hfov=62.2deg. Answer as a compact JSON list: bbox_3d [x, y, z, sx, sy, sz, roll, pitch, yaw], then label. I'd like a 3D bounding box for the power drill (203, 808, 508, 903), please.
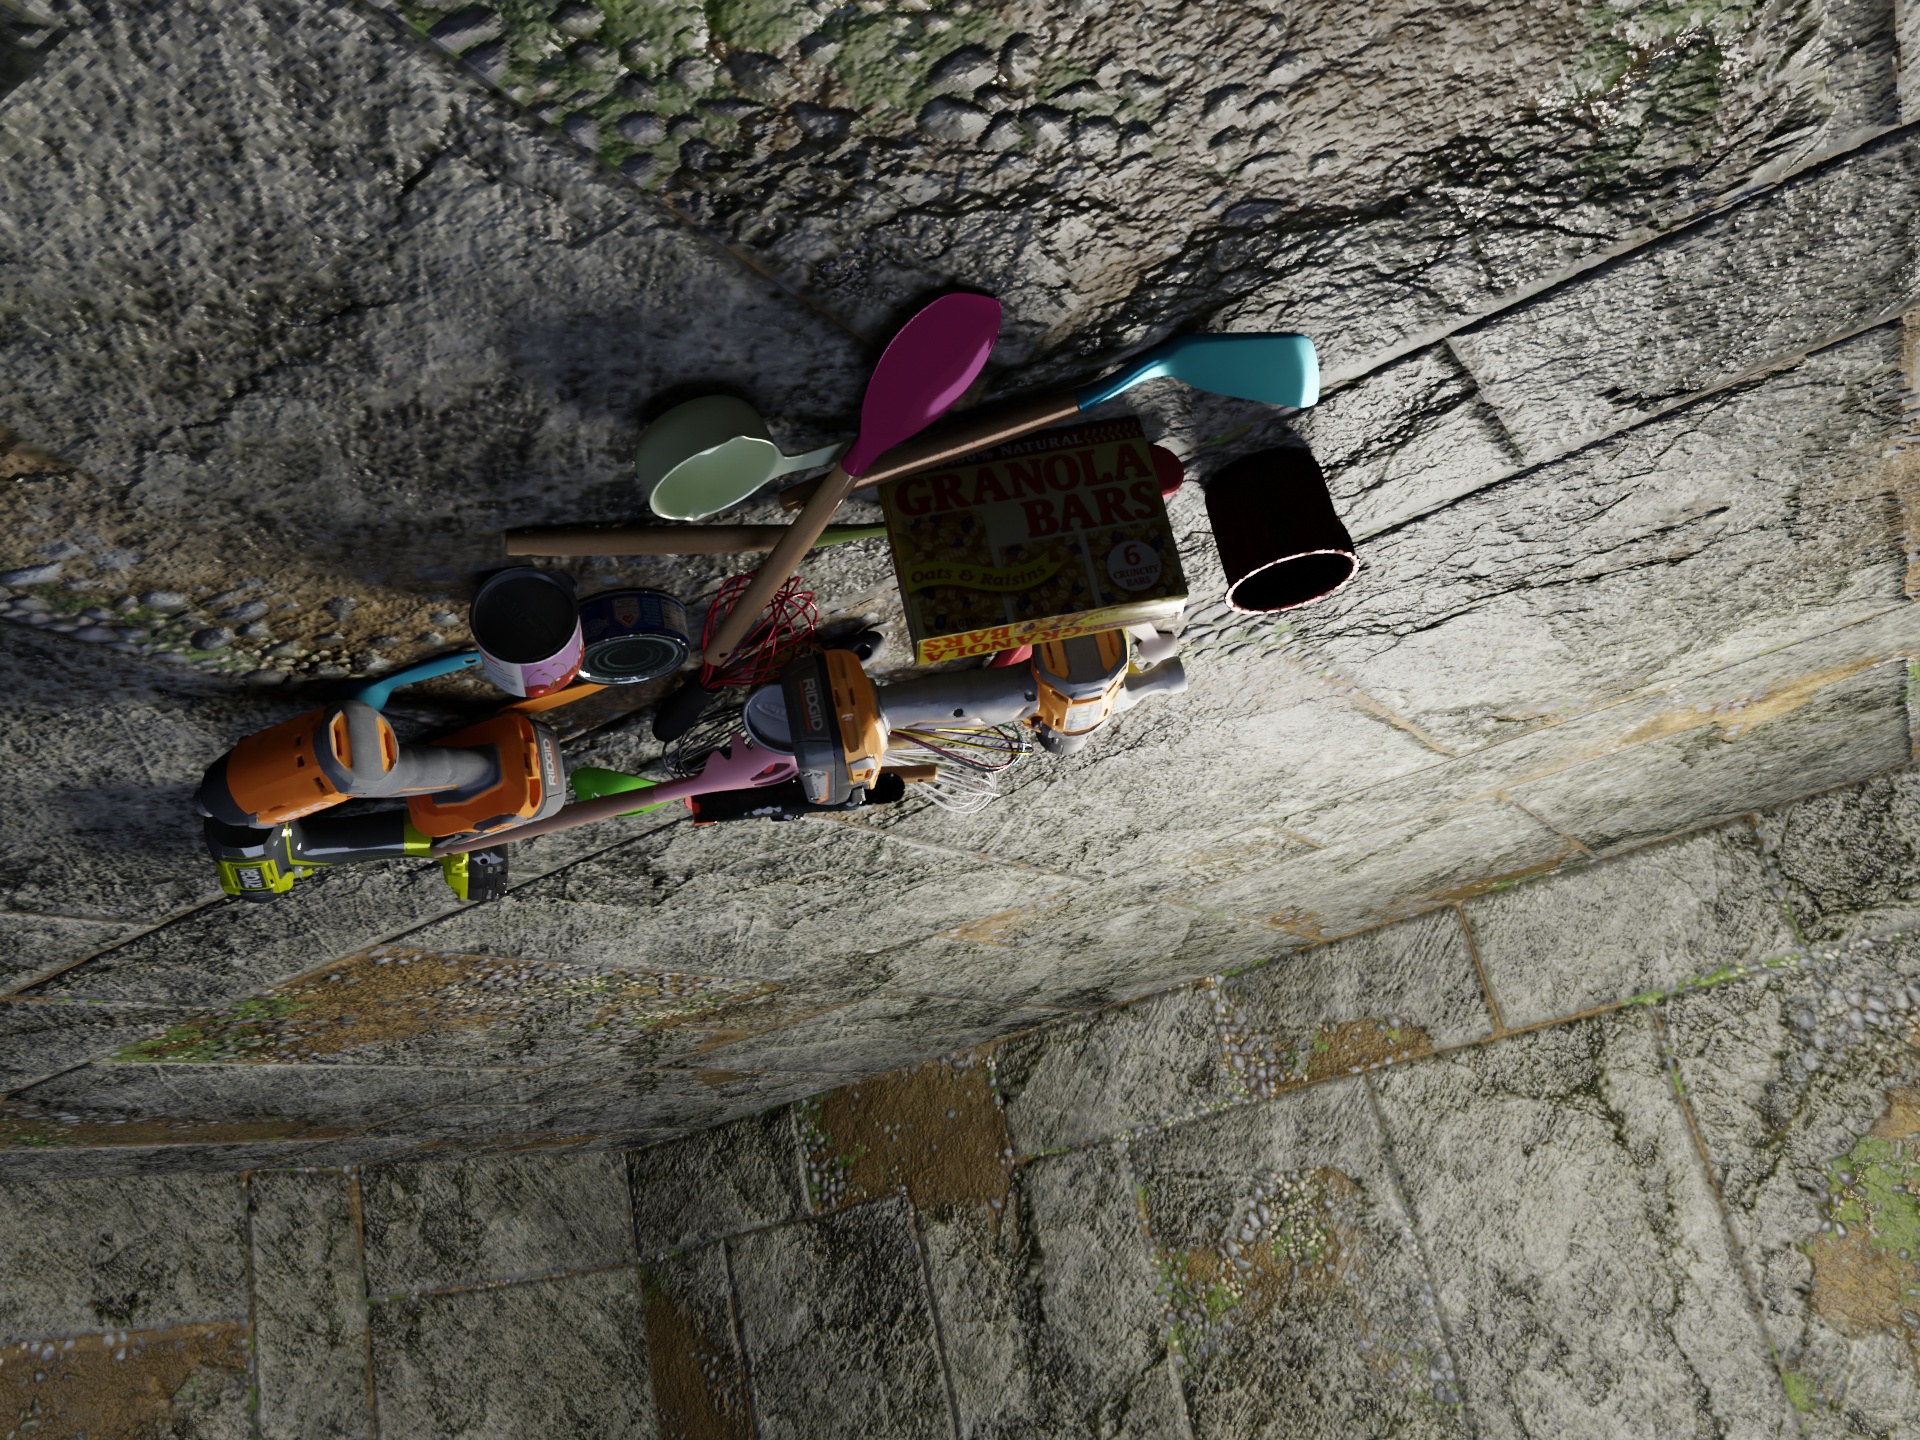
[{"bbox_3d":[-0.490,0.106,1.309,0.223,0.080,0.171,-1,157,-18],"label":"power drill"}]

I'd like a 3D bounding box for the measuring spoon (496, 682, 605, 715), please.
[{"bbox_3d":[-0.295,-0.021,1.173,0.117,0.011,0.021,-16,156,20],"label":"measuring spoon"}]

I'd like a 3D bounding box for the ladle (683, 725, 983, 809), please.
[{"bbox_3d":[-0.089,0.024,1.394,0.315,0.031,0.069,-13,154,-3],"label":"ladle"}]

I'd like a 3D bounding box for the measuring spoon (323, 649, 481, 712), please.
[{"bbox_3d":[-0.379,-0.022,1.094,0.128,0.021,0.042,-16,160,15],"label":"measuring spoon"}]

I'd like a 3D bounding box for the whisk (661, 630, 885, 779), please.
[{"bbox_3d":[-0.147,-0.009,1.240,0.239,0.055,0.055,-30,154,31],"label":"whisk"}]

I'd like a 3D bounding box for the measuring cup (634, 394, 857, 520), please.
[{"bbox_3d":[-0.105,-0.158,0.888,0.167,0.038,0.083,-20,165,-34],"label":"measuring cup"}]

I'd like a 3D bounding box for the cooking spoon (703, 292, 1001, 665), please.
[{"bbox_3d":[-0.076,-0.129,0.916,0.068,0.017,0.318,-3,147,-41],"label":"cooking spoon"}]

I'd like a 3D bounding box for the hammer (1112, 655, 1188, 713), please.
[{"bbox_3d":[0.093,-0.062,1.145,0.128,0.033,0.330,-18,161,5],"label":"hammer"}]

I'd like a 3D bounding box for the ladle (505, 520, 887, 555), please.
[{"bbox_3d":[-0.117,-0.102,0.991,0.320,0.062,0.078,-3,-177,-16],"label":"ladle"}]

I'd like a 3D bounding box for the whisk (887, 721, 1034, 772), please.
[{"bbox_3d":[-0.045,0.008,1.335,0.244,0.047,0.051,9,134,-29],"label":"whisk"}]

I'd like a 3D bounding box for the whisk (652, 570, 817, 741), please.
[{"bbox_3d":[-0.172,-0.037,1.132,0.073,0.073,0.296,-2,163,-27],"label":"whisk"}]

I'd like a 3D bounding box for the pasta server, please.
[{"bbox_3d":[-0.262,0.057,1.234,0.316,0.040,0.060,-14,149,6],"label":"pasta server"}]

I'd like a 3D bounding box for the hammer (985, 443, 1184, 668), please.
[{"bbox_3d":[0.086,-0.088,1.177,0.143,0.038,0.386,-6,159,-21],"label":"hammer"}]

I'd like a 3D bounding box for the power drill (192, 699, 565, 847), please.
[{"bbox_3d":[-0.411,0.042,1.125,0.164,0.084,0.226,-17,168,26],"label":"power drill"}]

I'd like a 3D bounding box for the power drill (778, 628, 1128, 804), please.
[{"bbox_3d":[-0.002,-0.004,1.097,0.226,0.084,0.185,-11,162,-4],"label":"power drill"}]

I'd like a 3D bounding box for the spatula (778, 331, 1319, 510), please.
[{"bbox_3d":[0.045,-0.167,0.916,0.317,0.044,0.082,-17,160,9],"label":"spatula"}]

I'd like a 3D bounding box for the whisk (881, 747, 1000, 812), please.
[{"bbox_3d":[-0.067,0.032,1.355,0.246,0.058,0.059,18,-177,-33],"label":"whisk"}]

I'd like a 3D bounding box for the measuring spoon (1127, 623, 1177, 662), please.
[{"bbox_3d":[0.148,-0.069,1.293,0.034,0.018,0.124,-19,159,19],"label":"measuring spoon"}]

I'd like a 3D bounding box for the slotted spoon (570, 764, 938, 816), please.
[{"bbox_3d":[-0.175,0.054,1.331,0.314,0.031,0.070,-4,147,6],"label":"slotted spoon"}]

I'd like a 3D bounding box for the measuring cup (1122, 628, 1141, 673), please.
[{"bbox_3d":[0.124,-0.051,1.320,0.062,0.029,0.156,-23,154,-5],"label":"measuring cup"}]
